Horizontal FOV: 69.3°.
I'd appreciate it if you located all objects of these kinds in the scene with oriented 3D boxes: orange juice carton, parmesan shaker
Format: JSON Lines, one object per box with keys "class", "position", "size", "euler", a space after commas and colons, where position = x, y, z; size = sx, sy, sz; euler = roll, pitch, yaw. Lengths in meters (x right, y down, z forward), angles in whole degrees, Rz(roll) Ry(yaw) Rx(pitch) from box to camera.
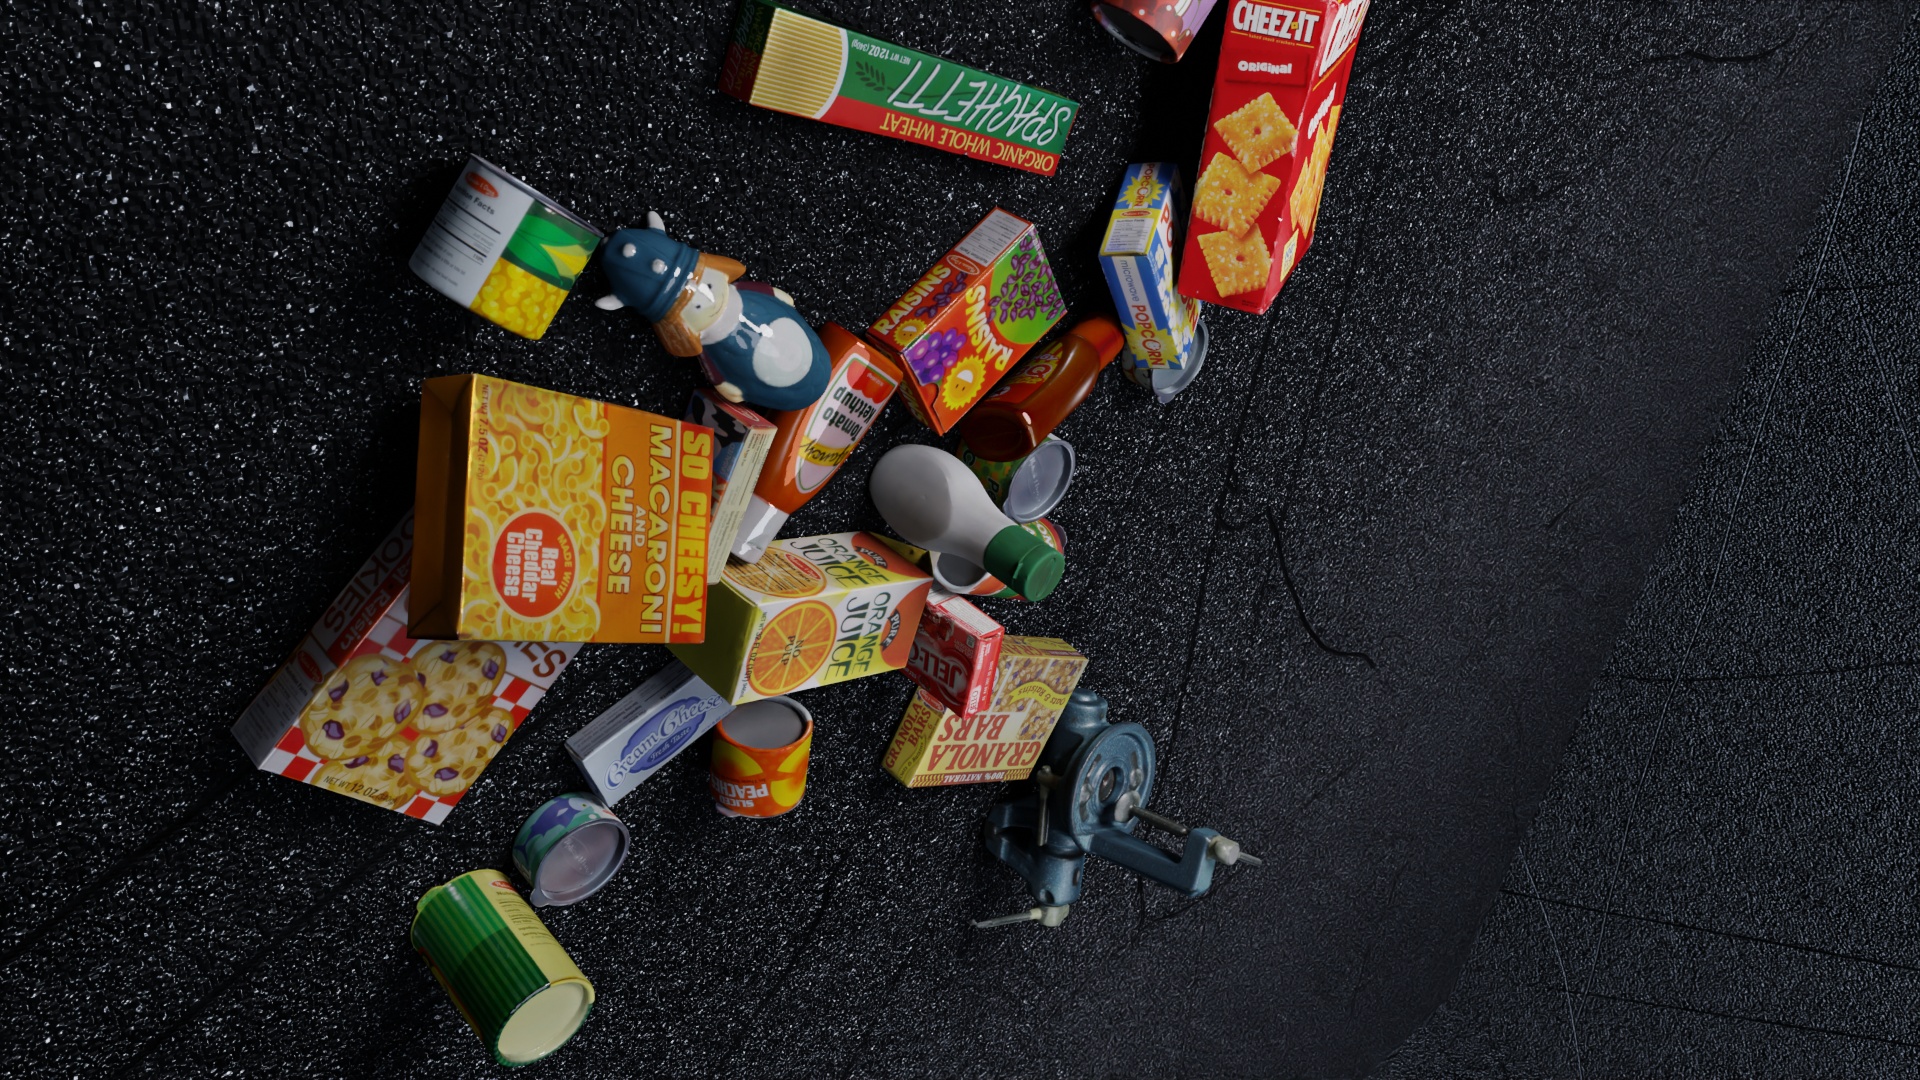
{"class": "orange juice carton", "position": [-0.088, 0.044, 0.907], "size": [0.193, 0.073, 0.071], "euler": [-7, 123, -47]}
{"class": "parmesan shaker", "position": [-0.276, 0.254, 0.831], "size": [0.071, 0.103, 0.071], "euler": [-30, 138, -31]}

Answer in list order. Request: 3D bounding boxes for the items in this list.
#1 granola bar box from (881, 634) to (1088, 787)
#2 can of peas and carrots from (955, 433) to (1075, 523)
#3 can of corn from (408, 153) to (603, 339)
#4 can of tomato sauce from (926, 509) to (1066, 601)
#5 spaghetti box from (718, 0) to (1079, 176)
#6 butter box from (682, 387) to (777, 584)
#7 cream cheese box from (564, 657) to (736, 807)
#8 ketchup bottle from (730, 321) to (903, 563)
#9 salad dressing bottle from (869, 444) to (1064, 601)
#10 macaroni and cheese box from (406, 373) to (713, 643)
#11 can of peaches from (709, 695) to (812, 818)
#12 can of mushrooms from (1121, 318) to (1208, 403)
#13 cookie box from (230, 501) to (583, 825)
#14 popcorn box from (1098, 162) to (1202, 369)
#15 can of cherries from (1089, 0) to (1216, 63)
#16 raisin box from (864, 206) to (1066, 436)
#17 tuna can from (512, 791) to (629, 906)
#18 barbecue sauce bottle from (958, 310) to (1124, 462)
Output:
{"class": "granola bar box", "position": [0.022, 0.138, 1.142], "size": [0.166, 0.039, 0.124], "euler": [9, 110, -52]}
{"class": "can of peas and carrots", "position": [0.037, -0.053, 0.987], "size": [0.071, 0.059, 0.070], "euler": [-29, 137, -31]}
{"class": "can of corn", "position": [-0.205, -0.132, 0.633], "size": [0.058, 0.071, 0.071], "euler": [-57, 145, 5]}
{"class": "can of tomato sauce", "position": [0.027, 0.009, 1.016], "size": [0.083, 0.071, 0.071], "euler": [9, 111, -52]}
{"class": "spaghetti box", "position": [-0.024, -0.250, 0.782], "size": [0.251, 0.029, 0.050], "euler": [-4, 121, -48]}
{"class": "butter box", "position": [-0.146, -0.030, 0.796], "size": [0.024, 0.053, 0.103], "euler": [0, 118, -53]}
{"class": "cream cheese box", "position": [-0.196, 0.117, 0.883], "size": [0.104, 0.024, 0.053], "euler": [-38, 140, -23]}
{"class": "ketchup bottle", "position": [-0.098, -0.057, 0.840], "size": [0.148, 0.043, 0.064], "euler": [-56, 145, 1]}
{"class": "salad dressing bottle", "position": [0.003, -0.011, 0.903], "size": [0.044, 0.148, 0.064], "euler": [1, 117, -50]}
{"class": "macaroni and cheese box", "position": [-0.197, -0.010, 0.707], "size": [0.166, 0.040, 0.123], "euler": [9, 81, -59]}
{"class": "can of peaches", "position": [-0.136, 0.145, 0.937], "size": [0.071, 0.071, 0.057], "euler": [-19, 131, -40]}
{"class": "can of mushrooms", "position": [0.157, -0.145, 1.075], "size": [0.071, 0.033, 0.070], "euler": [-31, 138, -32]}
{"class": "cookie box", "position": [-0.273, 0.060, 0.732], "size": [0.167, 0.040, 0.122], "euler": [-52, 145, -4]}
{"class": "popcorn box", "position": [0.138, -0.192, 0.983], "size": [0.126, 0.038, 0.085], "euler": [59, 42, -52]}
{"class": "can of cherries", "position": [0.121, -0.335, 0.847], "size": [0.058, 0.071, 0.071], "euler": [-57, 145, 5]}
{"class": "raisin box", "position": [0.006, -0.140, 0.897], "size": [0.123, 0.040, 0.085], "euler": [-45, 145, -12]}
{"class": "tuna can", "position": [-0.248, 0.196, 0.878], "size": [0.071, 0.033, 0.070], "euler": [-30, 138, -31]}
{"class": "barbecue sauce bottle", "position": [0.063, -0.109, 0.960], "size": [0.149, 0.065, 0.043], "euler": [-45, 117, -39]}
